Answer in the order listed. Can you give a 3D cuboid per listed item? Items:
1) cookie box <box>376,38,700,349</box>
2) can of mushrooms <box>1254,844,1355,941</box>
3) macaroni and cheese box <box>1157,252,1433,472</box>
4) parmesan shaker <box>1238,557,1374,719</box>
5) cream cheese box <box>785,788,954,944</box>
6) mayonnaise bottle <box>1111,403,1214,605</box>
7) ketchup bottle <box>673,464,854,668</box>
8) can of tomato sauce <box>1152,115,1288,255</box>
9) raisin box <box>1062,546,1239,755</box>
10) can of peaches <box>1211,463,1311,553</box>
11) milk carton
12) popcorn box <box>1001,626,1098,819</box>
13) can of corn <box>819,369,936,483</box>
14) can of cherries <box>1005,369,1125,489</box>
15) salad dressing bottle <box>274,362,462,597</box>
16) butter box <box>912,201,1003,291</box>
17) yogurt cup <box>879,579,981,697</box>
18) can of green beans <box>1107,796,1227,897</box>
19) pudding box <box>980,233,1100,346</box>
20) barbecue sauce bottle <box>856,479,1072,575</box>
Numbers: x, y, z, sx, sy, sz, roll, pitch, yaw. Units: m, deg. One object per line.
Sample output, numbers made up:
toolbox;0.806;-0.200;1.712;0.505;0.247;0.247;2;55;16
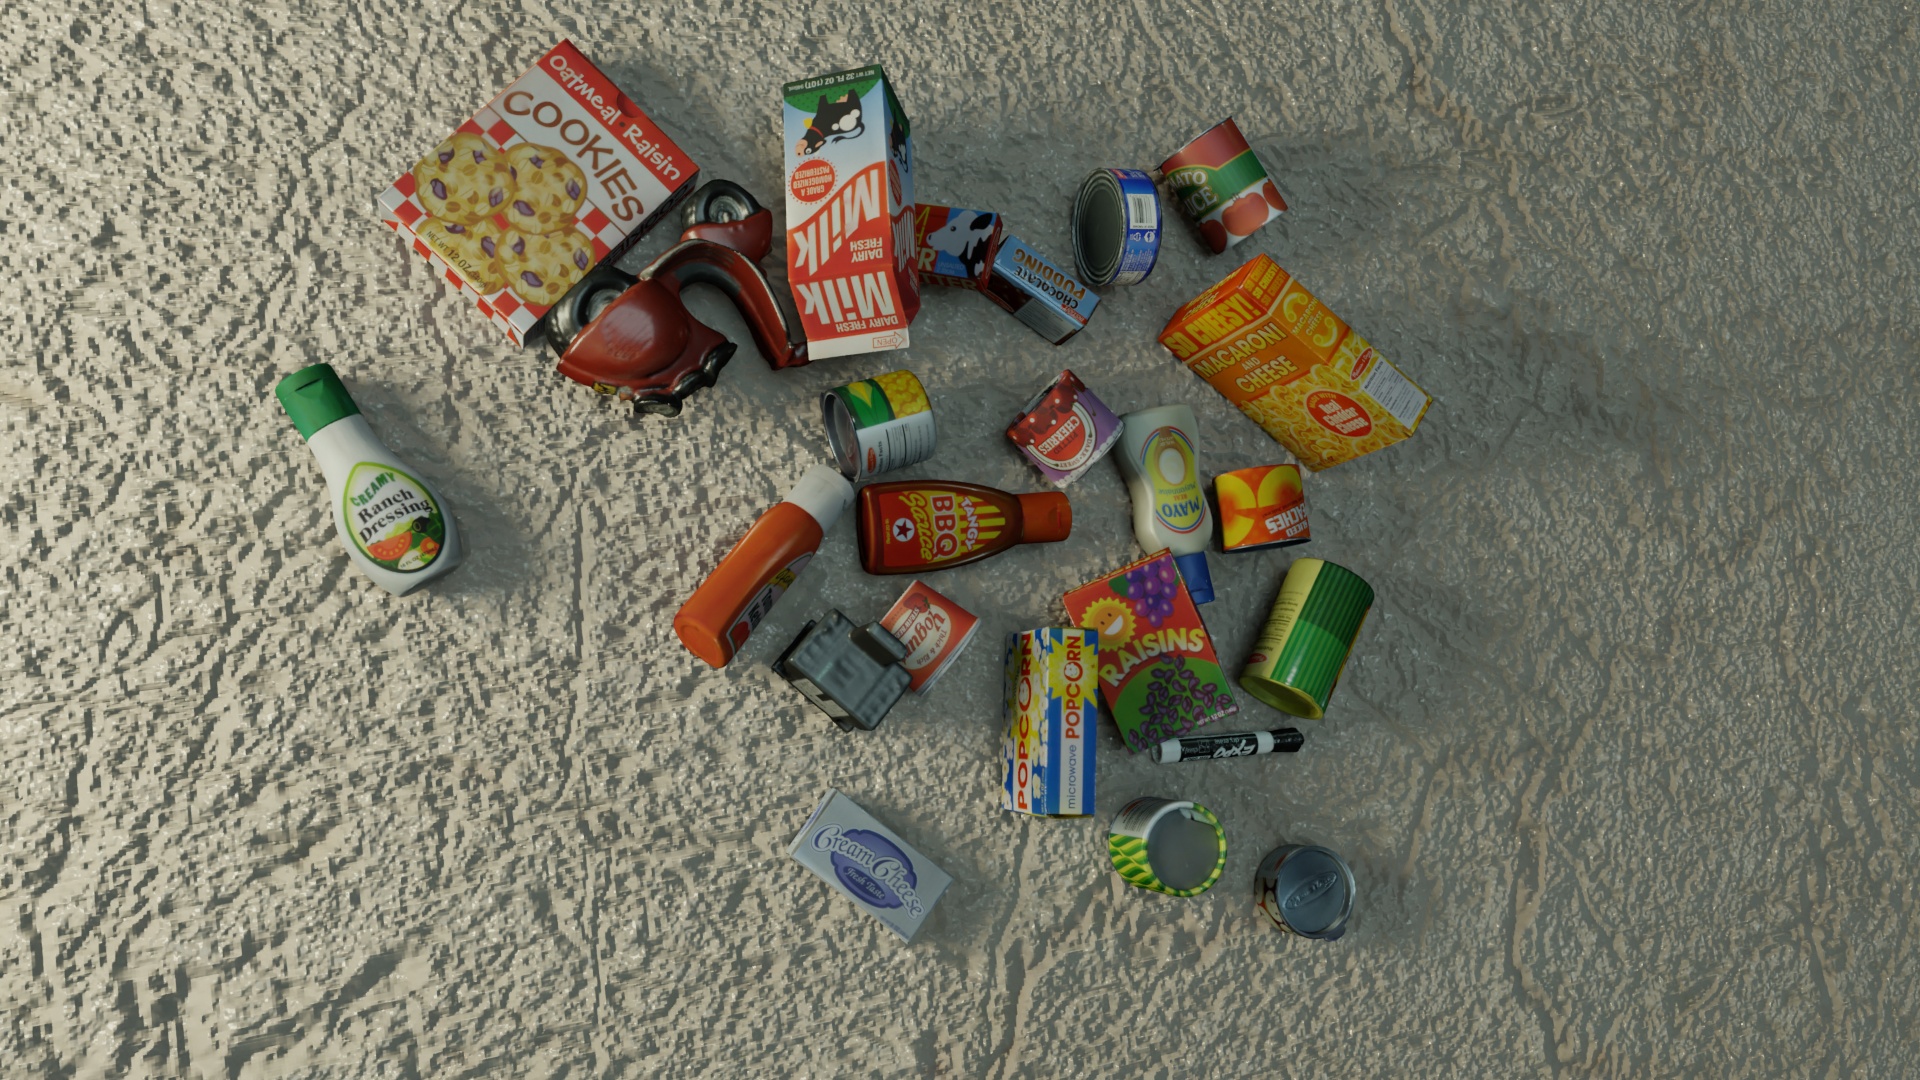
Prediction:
cookie box;-0.274;-0.229;0.915;0.123;0.040;0.168;44;72;-8
can of mushrooms;0.253;0.259;1.020;0.071;0.033;0.071;3;81;-18
macaroni and cheese box;0.244;-0.128;1.027;0.166;0.123;0.040;39;70;-9
parmesan shaker;0.259;0.072;1.029;0.071;0.071;0.103;32;74;-11
cream cheese box;-0.061;0.217;0.927;0.104;0.024;0.053;39;72;-9
mayonnaise bottle;0.155;-0.024;1.025;0.065;0.041;0.148;-11;86;-18
ketchup bottle;-0.127;0.013;0.918;0.043;0.064;0.149;33;64;8
can of tomato sauce;0.200;-0.270;1.064;0.071;0.071;0.083;-35;95;-19
raisin box;0.135;0.078;0.989;0.086;0.040;0.123;-24;91;8
can of peaches;0.225;-0.024;1.033;0.071;0.071;0.058;-5;83;-19
milk carton;-0.072;-0.213;0.935;0.072;0.073;0.191;-7;73;12
popcorn box;0.060;0.124;0.949;0.038;0.085;0.127;5;81;-17
can of corn;-0.057;-0.081;0.952;0.058;0.071;0.071;-18;88;-20
can of cherries;0.074;-0.079;0.991;0.058;0.071;0.072;44;72;-8
salad dressing bottle;-0.365;-0.038;0.854;0.064;0.044;0.147;-33;93;-21
butter box;-0.026;-0.210;0.978;0.103;0.024;0.053;10;78;15
yogurt cup;-0.027;0.064;0.942;0.054;0.072;0.072;40;72;-1
can of green beans;0.146;0.215;0.978;0.071;0.057;0.071;3;82;-18
pudding box;0.054;-0.181;1.011;0.083;0.049;0.030;33;72;-11
barbecue sauce bottle;0.003;-0.012;0.972;0.149;0.043;0.065;-4;93;-19
